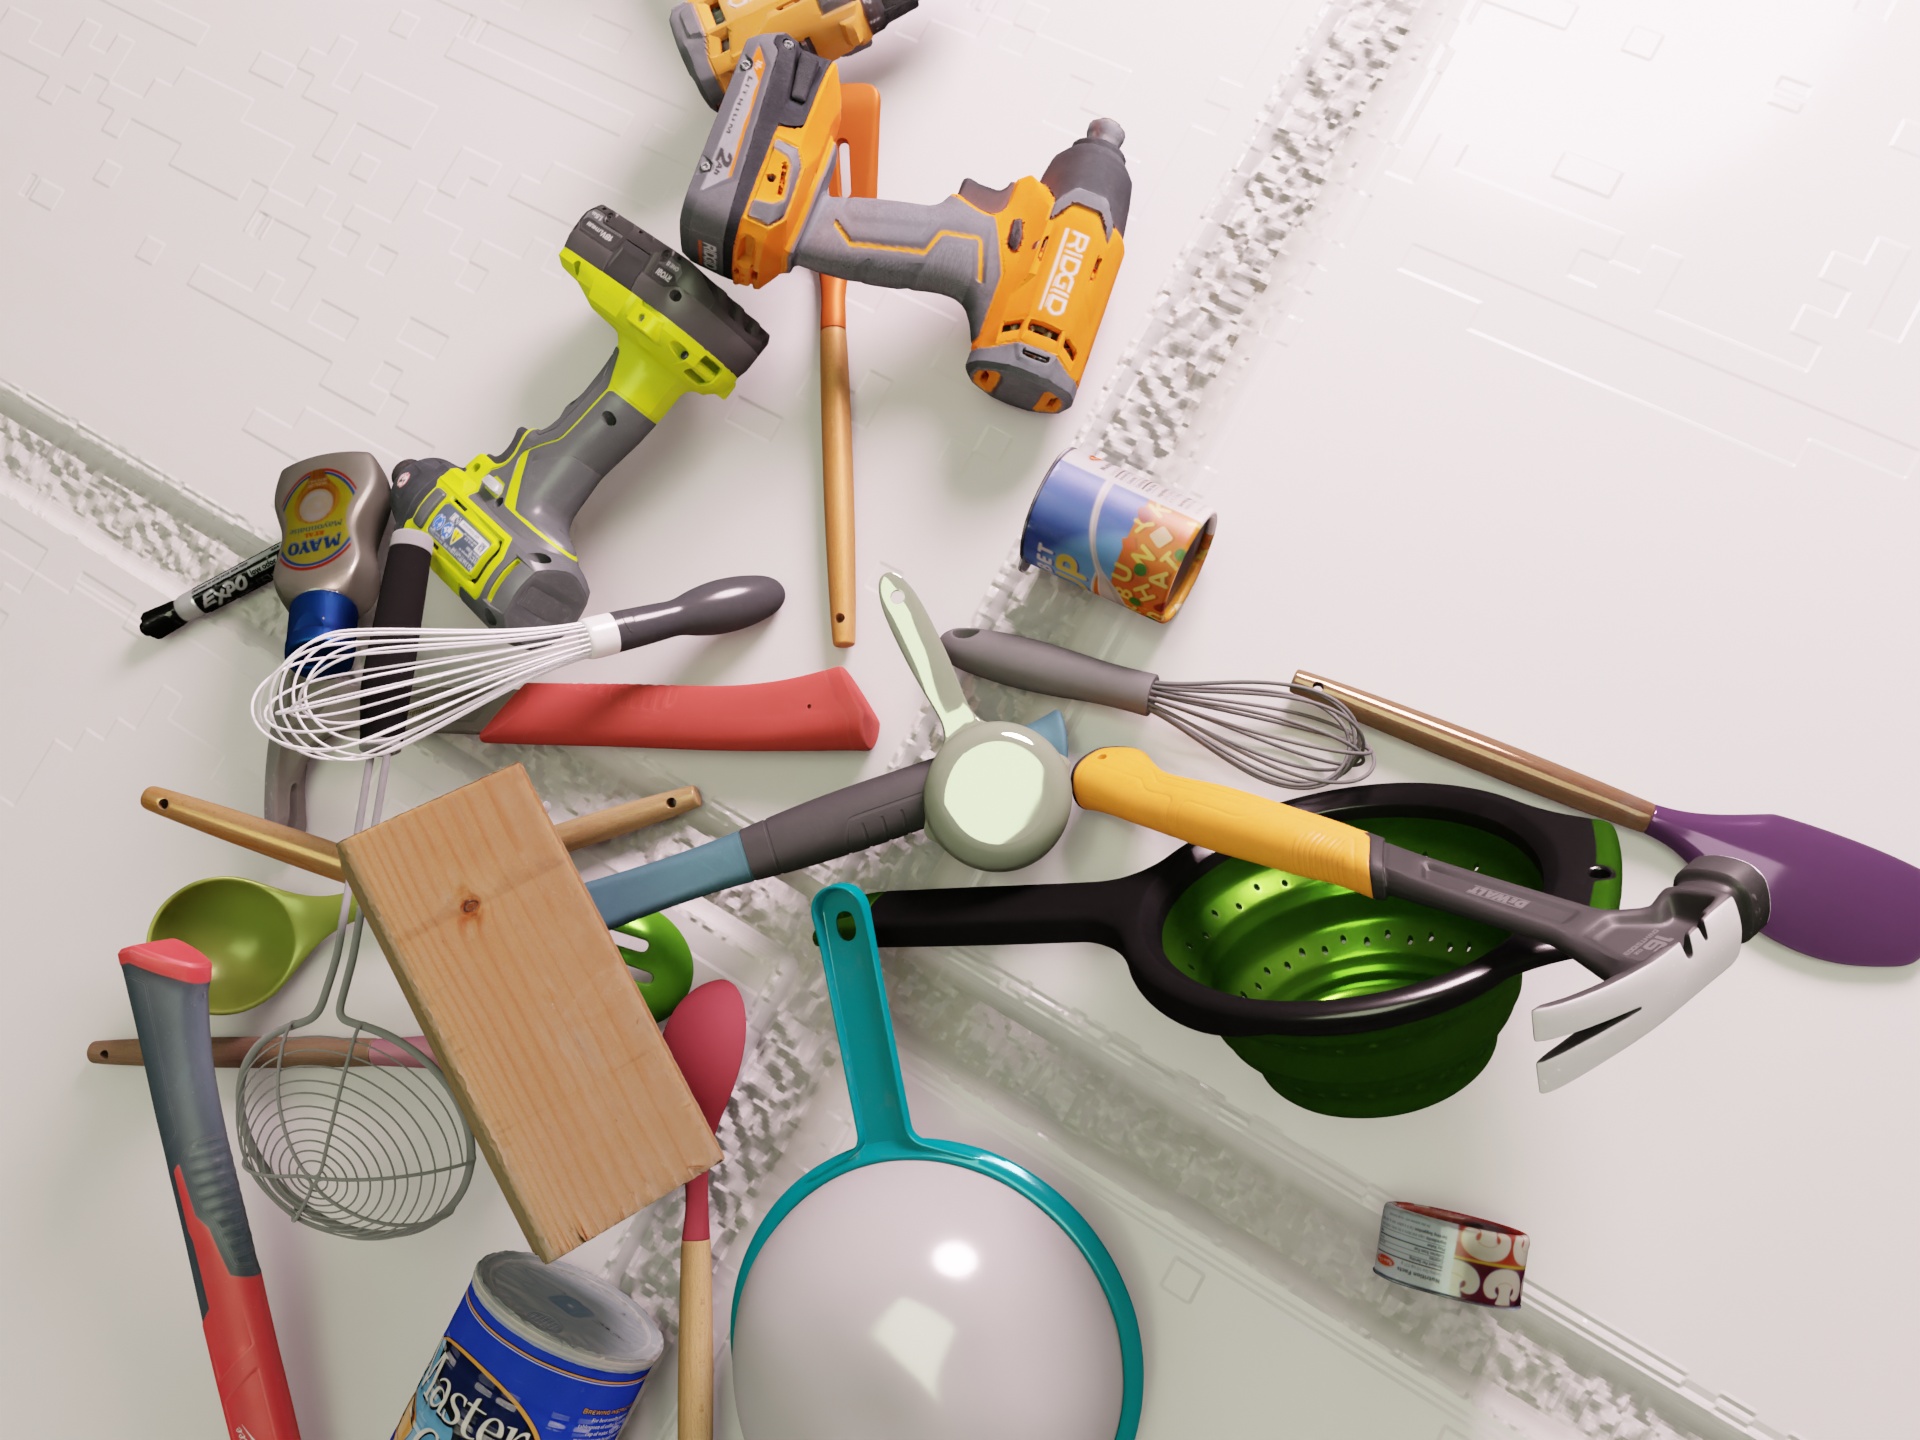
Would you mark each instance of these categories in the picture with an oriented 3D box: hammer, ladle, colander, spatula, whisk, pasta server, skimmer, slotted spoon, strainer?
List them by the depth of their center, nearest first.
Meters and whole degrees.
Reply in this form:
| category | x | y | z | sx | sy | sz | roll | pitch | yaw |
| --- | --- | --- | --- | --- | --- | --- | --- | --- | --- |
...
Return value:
| category | x | y | z | sx | sy | sz | roll | pitch | yaw |
| --- | --- | --- | --- | --- | --- | --- | --- | --- | --- |
| hammer | 0.158 | 0.062 | 0.694 | 0.127 | 0.337 | 0.034 | -26 | 114 | -28 |
| strainer | -0.038 | 0.248 | 0.743 | 0.211 | 0.095 | 0.340 | -11 | 89 | 15 |
| colander | 0.111 | 0.122 | 0.768 | 0.397 | 0.204 | 0.094 | -6 | 113 | 27 |
| spatula | 0.311 | 0.040 | 0.780 | 0.316 | 0.018 | 0.060 | 24 | 86 | 15 |
| ladle | -0.135 | 0.291 | 0.811 | 0.069 | 0.031 | 0.315 | -14 | 73 | 46 |
| whisk | 0.096 | -0.011 | 0.823 | 0.239 | 0.055 | 0.055 | 16 | 83 | 19 |
| whisk | -0.218 | -0.036 | 0.827 | 0.284 | 0.070 | 0.070 | -17 | 73 | -29 |
| hammer | -0.097 | 0.067 | 0.829 | 0.331 | 0.033 | 0.128 | -19 | 83 | -2 |
| skimmer | -0.299 | 0.081 | 0.833 | 0.127 | 0.090 | 0.363 | -2 | 70 | 11 |
| hammer | -0.399 | 0.309 | 0.842 | 0.143 | 0.038 | 0.386 | -16 | 86 | 10 |
| slotted spoon | -0.295 | 0.093 | 0.859 | 0.314 | 0.031 | 0.070 | 19 | 84 | 2 |
| ladle | -0.298 | 0.090 | 0.886 | 0.320 | 0.062 | 0.078 | -18 | 88 | 6 |
| pasta server | -0.355 | 0.186 | 0.888 | 0.316 | 0.040 | 0.060 | -3 | 88 | 13 |
| hammer | -0.223 | 0.006 | 0.895 | 0.359 | 0.036 | 0.149 | 2 | 80 | 13 |
| spatula | -0.074 | -0.201 | 0.900 | 0.081 | 0.041 | 0.323 | -5 | 79 | 11 |

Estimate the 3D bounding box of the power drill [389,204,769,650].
| category | x | y | z | sx | sy | sz | roll | pitch | yaw |
| --- | --- | --- | --- | --- | --- | --- | --- | --- | --- |
| power drill | -0.227 | -0.170 | 0.902 | 0.171 | 0.080 | 0.223 | 39 | 92 | 35 |

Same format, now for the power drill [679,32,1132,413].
| category | x | y | z | sx | sy | sz | roll | pitch | yaw |
| --- | --- | --- | --- | --- | --- | --- | --- | --- | --- |
| power drill | -0.020 | -0.280 | 0.859 | 0.226 | 0.084 | 0.164 | 20 | 83 | -6 |

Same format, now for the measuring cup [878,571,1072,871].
| category | x | y | z | sx | sy | sz | roll | pitch | yaw |
| --- | --- | --- | --- | --- | --- | --- | --- | --- | --- |
| measuring cup | -0.001 | -0.003 | 0.800 | 0.083 | 0.038 | 0.167 | -26 | 86 | -3 |

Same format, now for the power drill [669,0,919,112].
| category | x | y | z | sx | sy | sz | roll | pitch | yaw |
| --- | --- | --- | --- | --- | --- | --- | --- | --- | --- |
| power drill | -0.099 | -0.482 | 0.930 | 0.185 | 0.084 | 0.226 | -22 | 70 | 6 |
